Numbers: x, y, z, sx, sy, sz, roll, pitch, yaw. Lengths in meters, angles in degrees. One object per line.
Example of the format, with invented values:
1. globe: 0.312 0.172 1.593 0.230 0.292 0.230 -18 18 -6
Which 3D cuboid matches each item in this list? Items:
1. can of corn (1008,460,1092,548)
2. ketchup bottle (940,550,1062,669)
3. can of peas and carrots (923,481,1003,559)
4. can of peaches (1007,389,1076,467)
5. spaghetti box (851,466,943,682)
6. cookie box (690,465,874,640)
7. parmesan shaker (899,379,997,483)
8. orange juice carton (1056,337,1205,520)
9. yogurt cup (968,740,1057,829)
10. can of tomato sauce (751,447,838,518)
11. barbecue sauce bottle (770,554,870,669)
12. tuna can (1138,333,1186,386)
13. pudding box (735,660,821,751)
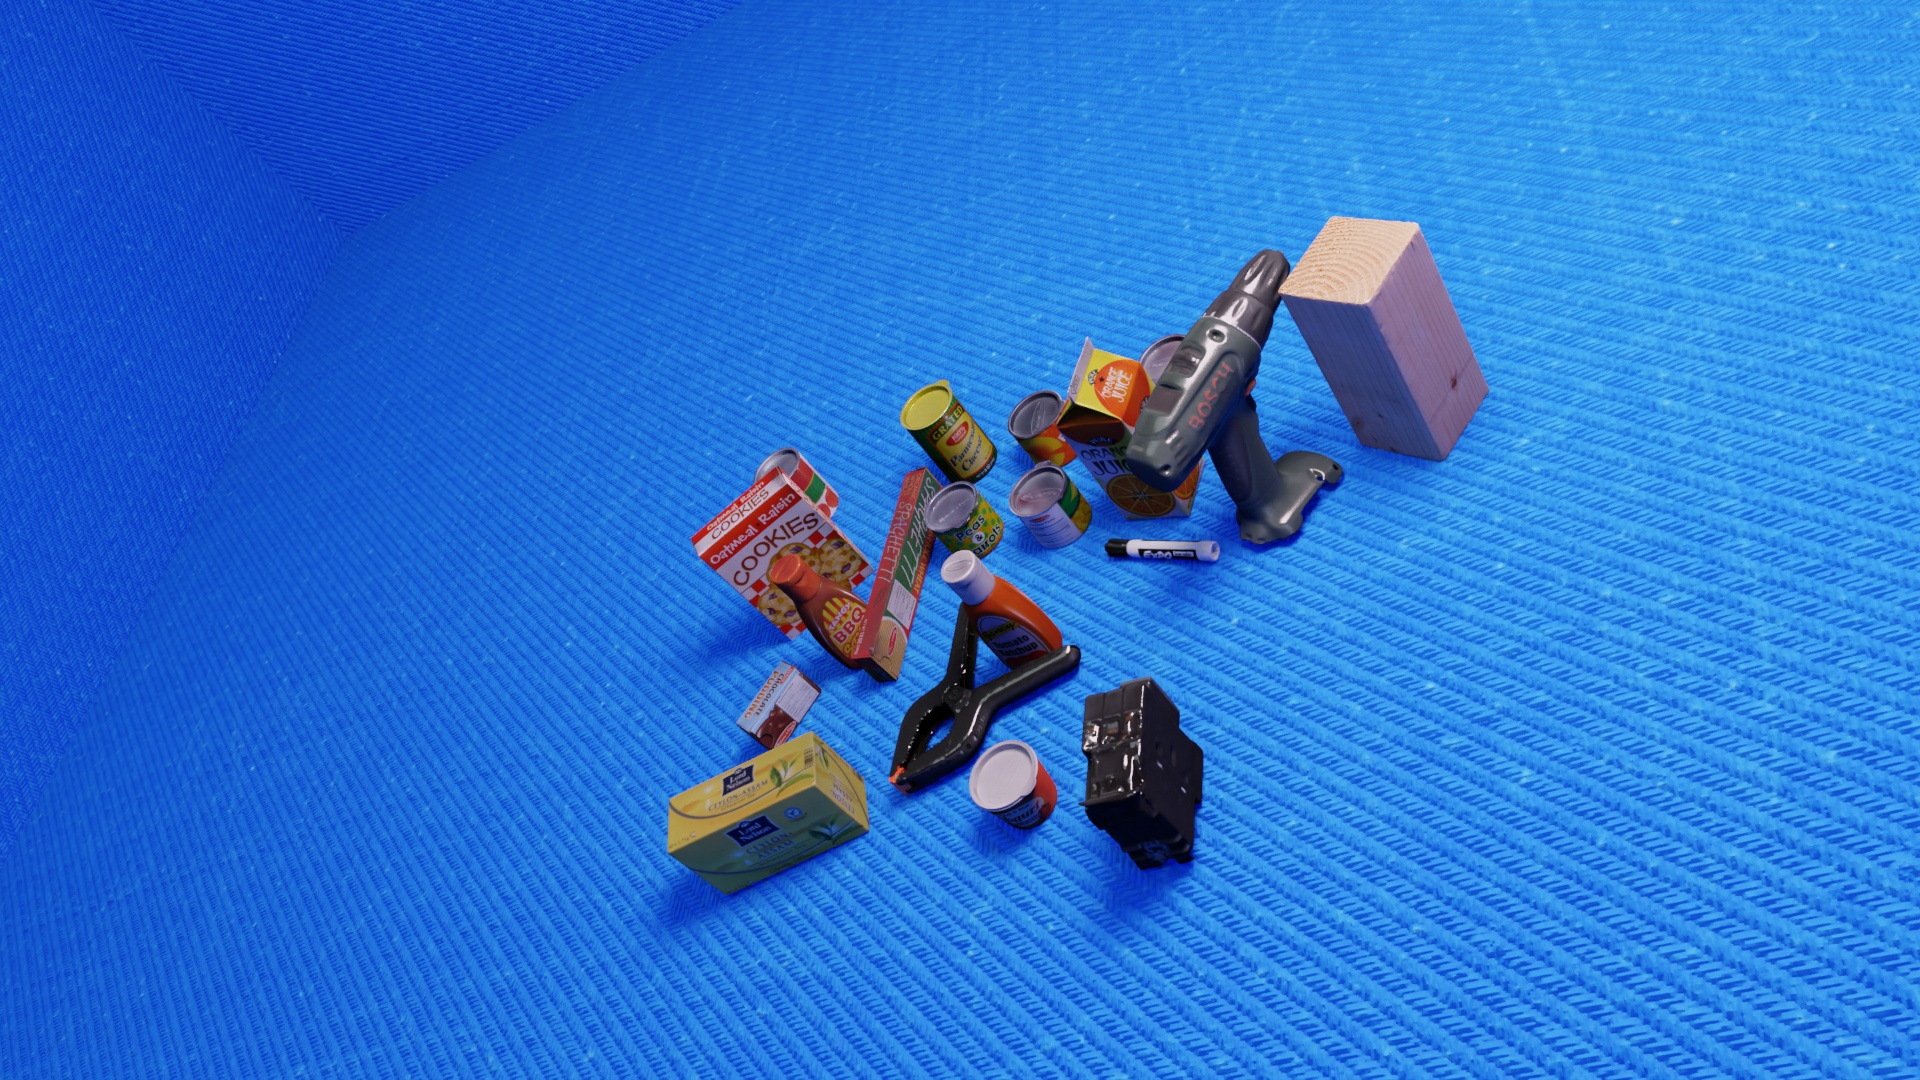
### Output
1. can of corn: 0.092 -0.036 1.410 0.071 0.058 0.071 -22 43 22
2. ketchup bottle: 0.035 0.065 1.292 0.064 0.148 0.044 -17 45 27
3. can of peas and carrots: 0.005 -0.018 1.464 0.071 0.058 0.071 -22 43 22
4. can of peaches: 0.095 -0.118 1.484 0.071 0.058 0.071 -22 43 22
5. spaghetti box: -0.062 0.033 1.477 0.028 0.050 0.251 -11 48 32
6. cookie box: -0.191 0.015 1.505 0.123 0.167 0.040 -40 39 2
7. parmesan shaker: -0.010 -0.118 1.533 0.071 0.102 0.072 -22 43 22
8. orange juice carton: 0.155 -0.104 1.317 0.073 0.192 0.072 -4 52 37
9. yogurt cup: 0.049 0.217 1.215 0.072 0.053 0.073 -22 43 22
10. can of tomato sauce: -0.195 -0.058 1.642 0.071 0.083 0.071 -22 43 22
11. barbecue sauce bottle: -0.137 0.070 1.426 0.044 0.148 0.065 20 68 47
12. tuna can: 0.222 -0.180 1.459 0.071 0.032 0.071 -22 43 22
13. pudding box: -0.189 0.174 1.450 0.030 0.049 0.084 16 65 46
